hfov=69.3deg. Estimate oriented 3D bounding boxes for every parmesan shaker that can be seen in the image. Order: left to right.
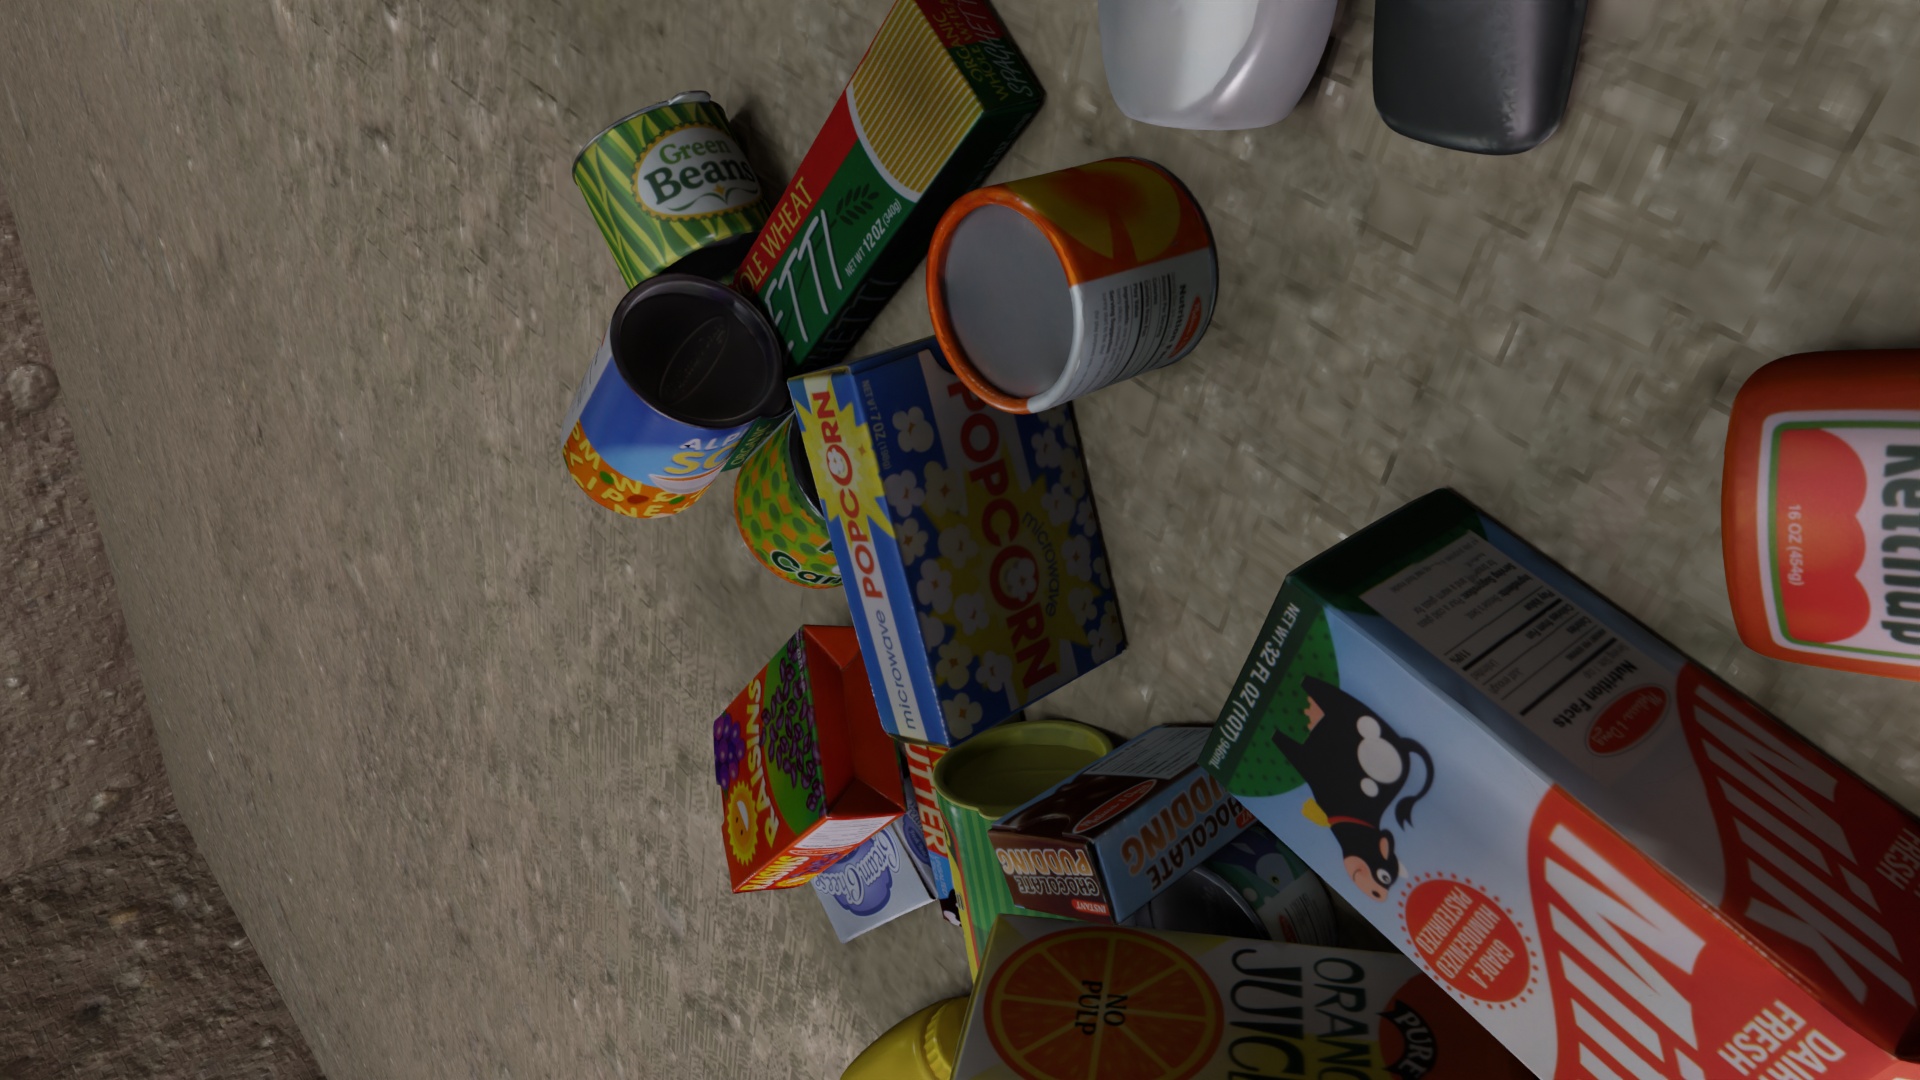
[{"bbox_3d":[0.030,0.128,0.507,0.071,0.071,0.102,10,116,48],"label":"parmesan shaker"}]

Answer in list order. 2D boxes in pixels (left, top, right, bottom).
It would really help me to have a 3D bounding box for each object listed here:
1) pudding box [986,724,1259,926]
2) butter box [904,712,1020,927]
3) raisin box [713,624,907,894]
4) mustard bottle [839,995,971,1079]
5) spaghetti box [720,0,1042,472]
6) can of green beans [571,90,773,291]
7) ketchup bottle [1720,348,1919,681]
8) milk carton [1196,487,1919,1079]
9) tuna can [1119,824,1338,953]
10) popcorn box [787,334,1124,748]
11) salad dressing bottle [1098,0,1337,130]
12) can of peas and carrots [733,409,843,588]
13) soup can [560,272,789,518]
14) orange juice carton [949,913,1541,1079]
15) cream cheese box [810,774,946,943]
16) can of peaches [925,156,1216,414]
[{"bbox_3d":[0.056,0.088,0.444,0.049,0.084,0.030,-8,102,52],"label":"pudding box"},{"bbox_3d":[0.007,0.113,0.567,0.053,0.024,0.103,7,113,49],"label":"butter box"},{"bbox_3d":[-0.072,0.101,0.622,0.122,0.040,0.086,-45,50,51],"label":"raisin box"},{"bbox_3d":[-0.010,0.246,0.637,0.065,0.049,0.159,52,140,18],"label":"mustard bottle"},{"bbox_3d":[-0.052,-0.103,0.525,0.050,0.029,0.249,60,143,9],"label":"spaghetti box"},{"bbox_3d":[-0.111,-0.132,0.552,0.071,0.071,0.058,-33,83,53],"label":"can of green beans"},{"bbox_3d":[0.215,-0.001,0.235,0.149,0.044,0.064,8,114,48],"label":"ketchup bottle"},{"bbox_3d":[0.156,0.078,0.324,0.191,0.074,0.072,42,136,29],"label":"milk carton"},{"bbox_3d":[0.089,0.129,0.467,0.071,0.033,0.070,27,127,41],"label":"tuna can"},{"bbox_3d":[0.002,-0.006,0.461,0.038,0.085,0.126,1,109,52],"label":"popcorn box"},{"bbox_3d":[0.064,-0.177,0.331,0.064,0.044,0.147,29,128,42],"label":"salad dressing bottle"},{"bbox_3d":[-0.045,-0.018,0.528,0.058,0.071,0.071,-34,81,54],"label":"can of peas and carrots"},{"bbox_3d":[-0.113,-0.053,0.546,0.071,0.071,0.083,60,144,9],"label":"soup can"},{"bbox_3d":[0.098,0.168,0.402,0.193,0.073,0.071,3,116,11],"label":"orange juice carton"},{"bbox_3d":[-0.039,0.149,0.644,0.053,0.024,0.103,60,143,9],"label":"cream cheese box"},{"bbox_3d":[0.030,-0.077,0.412,0.071,0.058,0.071,27,128,40],"label":"can of peaches"}]
